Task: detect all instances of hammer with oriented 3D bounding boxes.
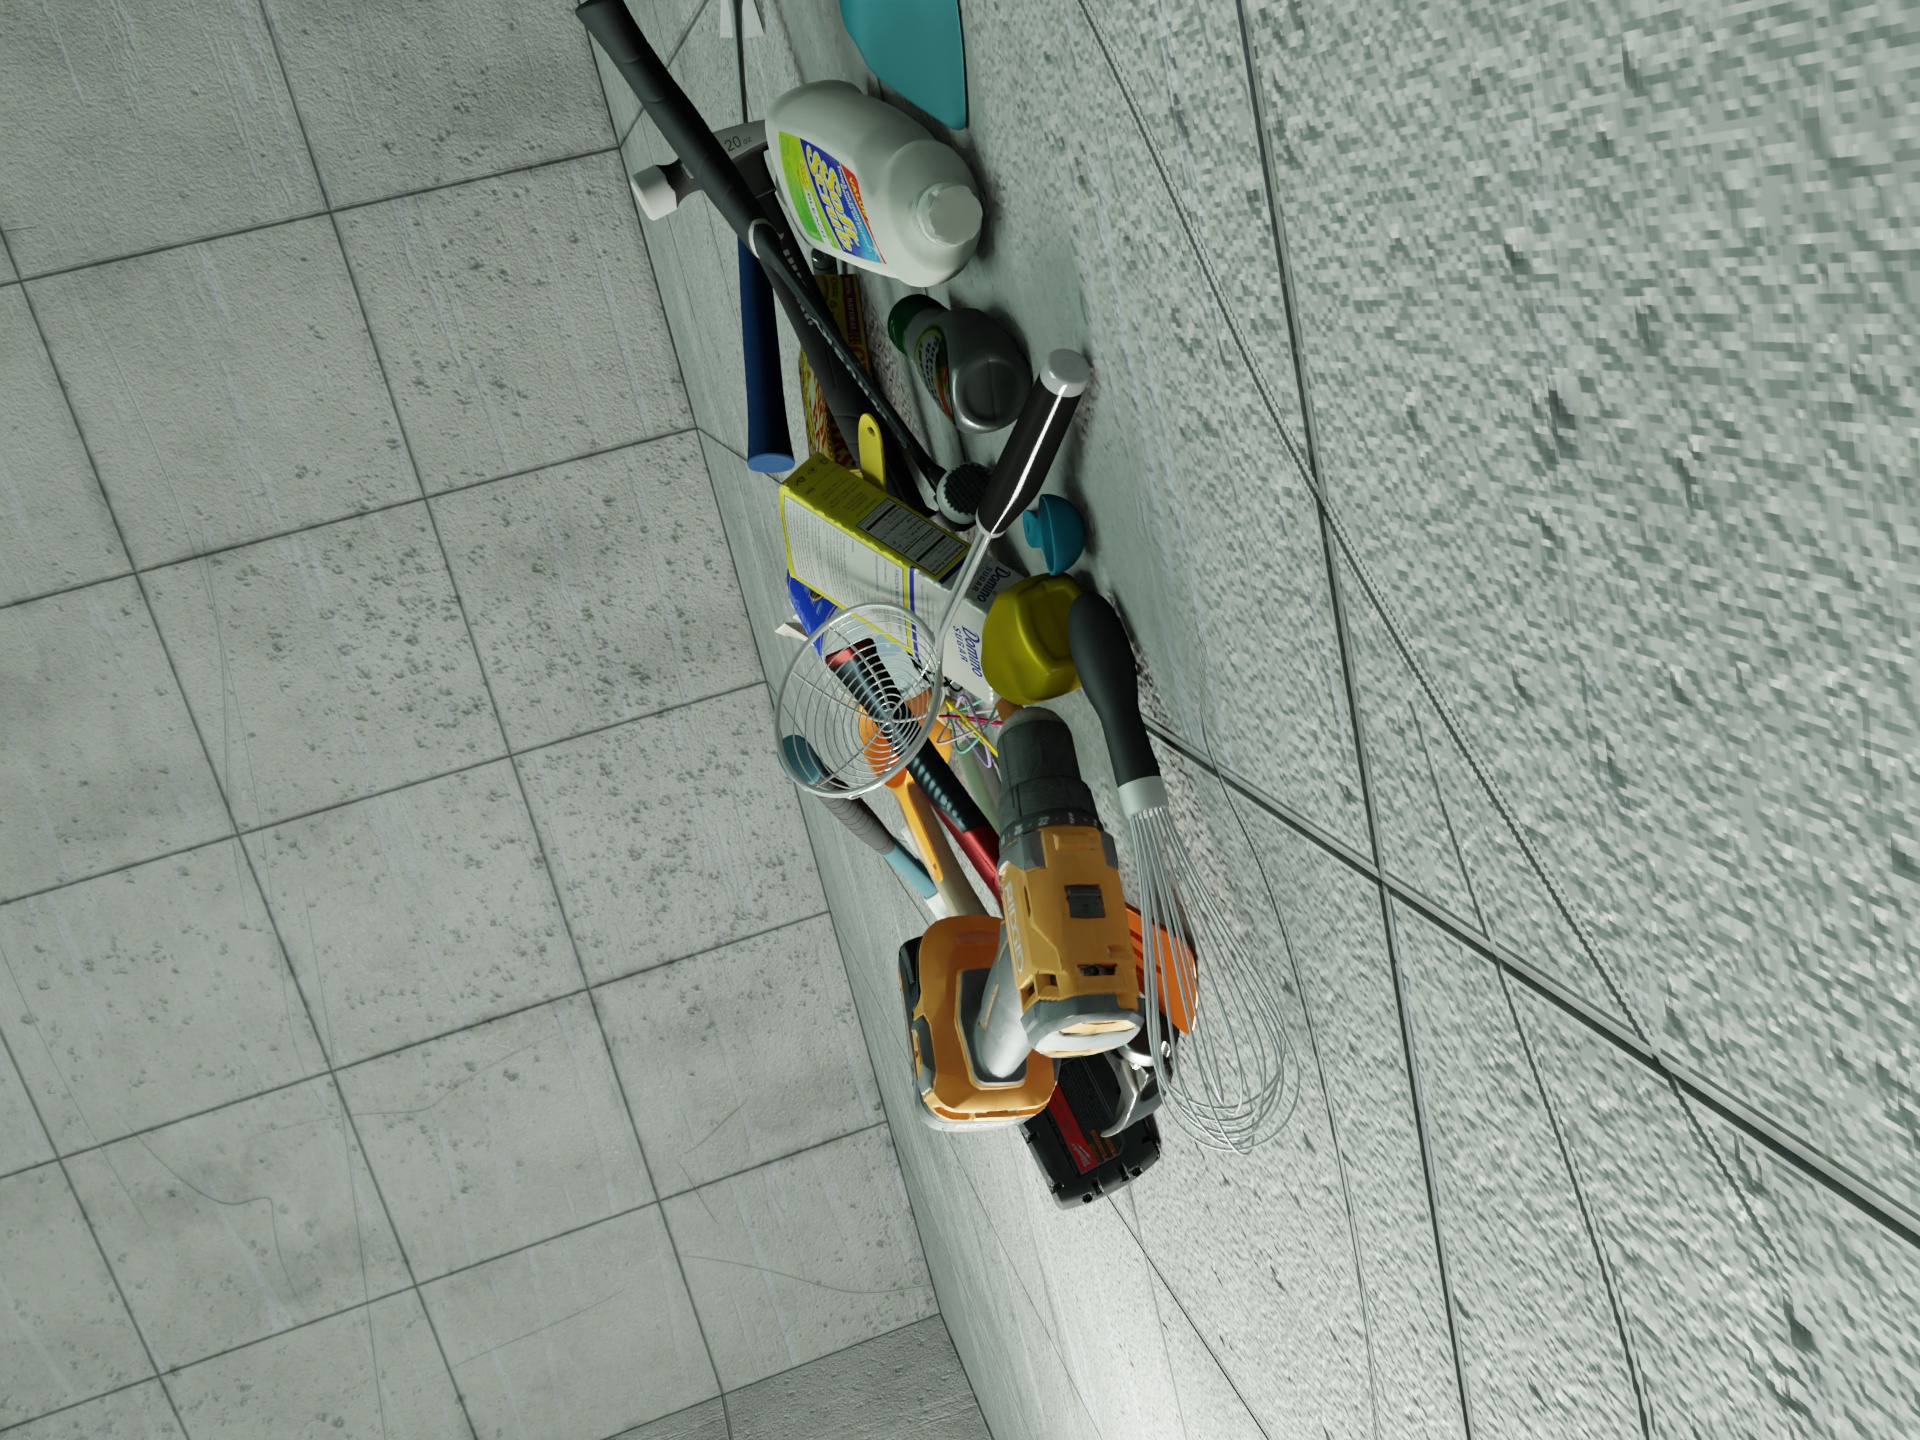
[{"bbox_3d":[-0.112,-0.289,1.011,0.409,0.036,0.149,54,174,-4],"label":"hammer"},{"bbox_3d":[-0.049,0.070,1.426,0.146,0.038,0.411,32,-155,-53],"label":"hammer"},{"bbox_3d":[0.016,0.094,1.059,0.387,0.038,0.143,54,158,30],"label":"hammer"},{"bbox_3d":[-0.152,-0.379,1.156,0.144,0.035,0.406,111,154,-81],"label":"hammer"},{"bbox_3d":[-0.074,0.104,1.421,0.128,0.033,0.330,58,-176,36],"label":"hammer"},{"bbox_3d":[-0.083,-0.248,1.092,0.334,0.146,0.035,64,174,-11],"label":"hammer"}]

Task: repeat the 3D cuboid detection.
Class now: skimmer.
[{"bbox_3d":[-0.027,-0.076,0.875,0.363,0.090,0.127,119,146,-56],"label":"skimmer"}]

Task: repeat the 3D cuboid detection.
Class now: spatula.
[{"bbox_3d":[-0.060,-0.426,0.895,0.318,0.044,0.082,-111,10,-46],"label":"spatula"},{"bbox_3d":[0.068,0.055,0.985,0.323,0.041,0.081,-112,11,-47],"label":"spatula"}]

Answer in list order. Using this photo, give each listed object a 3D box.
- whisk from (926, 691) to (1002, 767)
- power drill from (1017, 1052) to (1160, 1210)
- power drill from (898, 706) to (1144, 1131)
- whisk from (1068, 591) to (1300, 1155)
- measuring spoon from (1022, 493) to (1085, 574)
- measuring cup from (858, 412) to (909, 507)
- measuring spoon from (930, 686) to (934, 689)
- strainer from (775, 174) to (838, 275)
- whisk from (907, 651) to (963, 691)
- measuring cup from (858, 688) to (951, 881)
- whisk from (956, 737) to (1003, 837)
[{"bbox_3d":[-0.003,-0.006,1.194,0.245,0.047,0.051,-146,74,-80],"label":"whisk"},{"bbox_3d":[0.070,0.276,1.155,0.143,0.078,0.219,64,173,3],"label":"power drill"},{"bbox_3d":[0.028,0.117,0.883,0.226,0.084,0.186,118,148,-56],"label":"power drill"},{"bbox_3d":[0.098,0.068,0.773,0.070,0.070,0.285,107,149,-71],"label":"whisk"},{"bbox_3d":[0.050,-0.104,0.860,0.129,0.021,0.042,-115,17,-79],"label":"measuring spoon"},{"bbox_3d":[-0.045,-0.150,1.028,0.062,0.029,0.156,42,158,23],"label":"measuring cup"},{"bbox_3d":[-0.022,-0.042,1.316,0.117,0.011,0.021,127,126,-77],"label":"measuring spoon"},{"bbox_3d":[-0.105,-0.352,1.194,0.087,0.050,0.258,52,165,24],"label":"strainer"},{"bbox_3d":[-0.034,-0.120,1.180,0.055,0.055,0.239,89,165,-56],"label":"whisk"},{"bbox_3d":[-0.030,0.050,1.361,0.095,0.052,0.174,-34,76,61],"label":"measuring cup"},{"bbox_3d":[0.041,0.105,1.151,0.059,0.057,0.247,-53,41,33],"label":"whisk"}]
